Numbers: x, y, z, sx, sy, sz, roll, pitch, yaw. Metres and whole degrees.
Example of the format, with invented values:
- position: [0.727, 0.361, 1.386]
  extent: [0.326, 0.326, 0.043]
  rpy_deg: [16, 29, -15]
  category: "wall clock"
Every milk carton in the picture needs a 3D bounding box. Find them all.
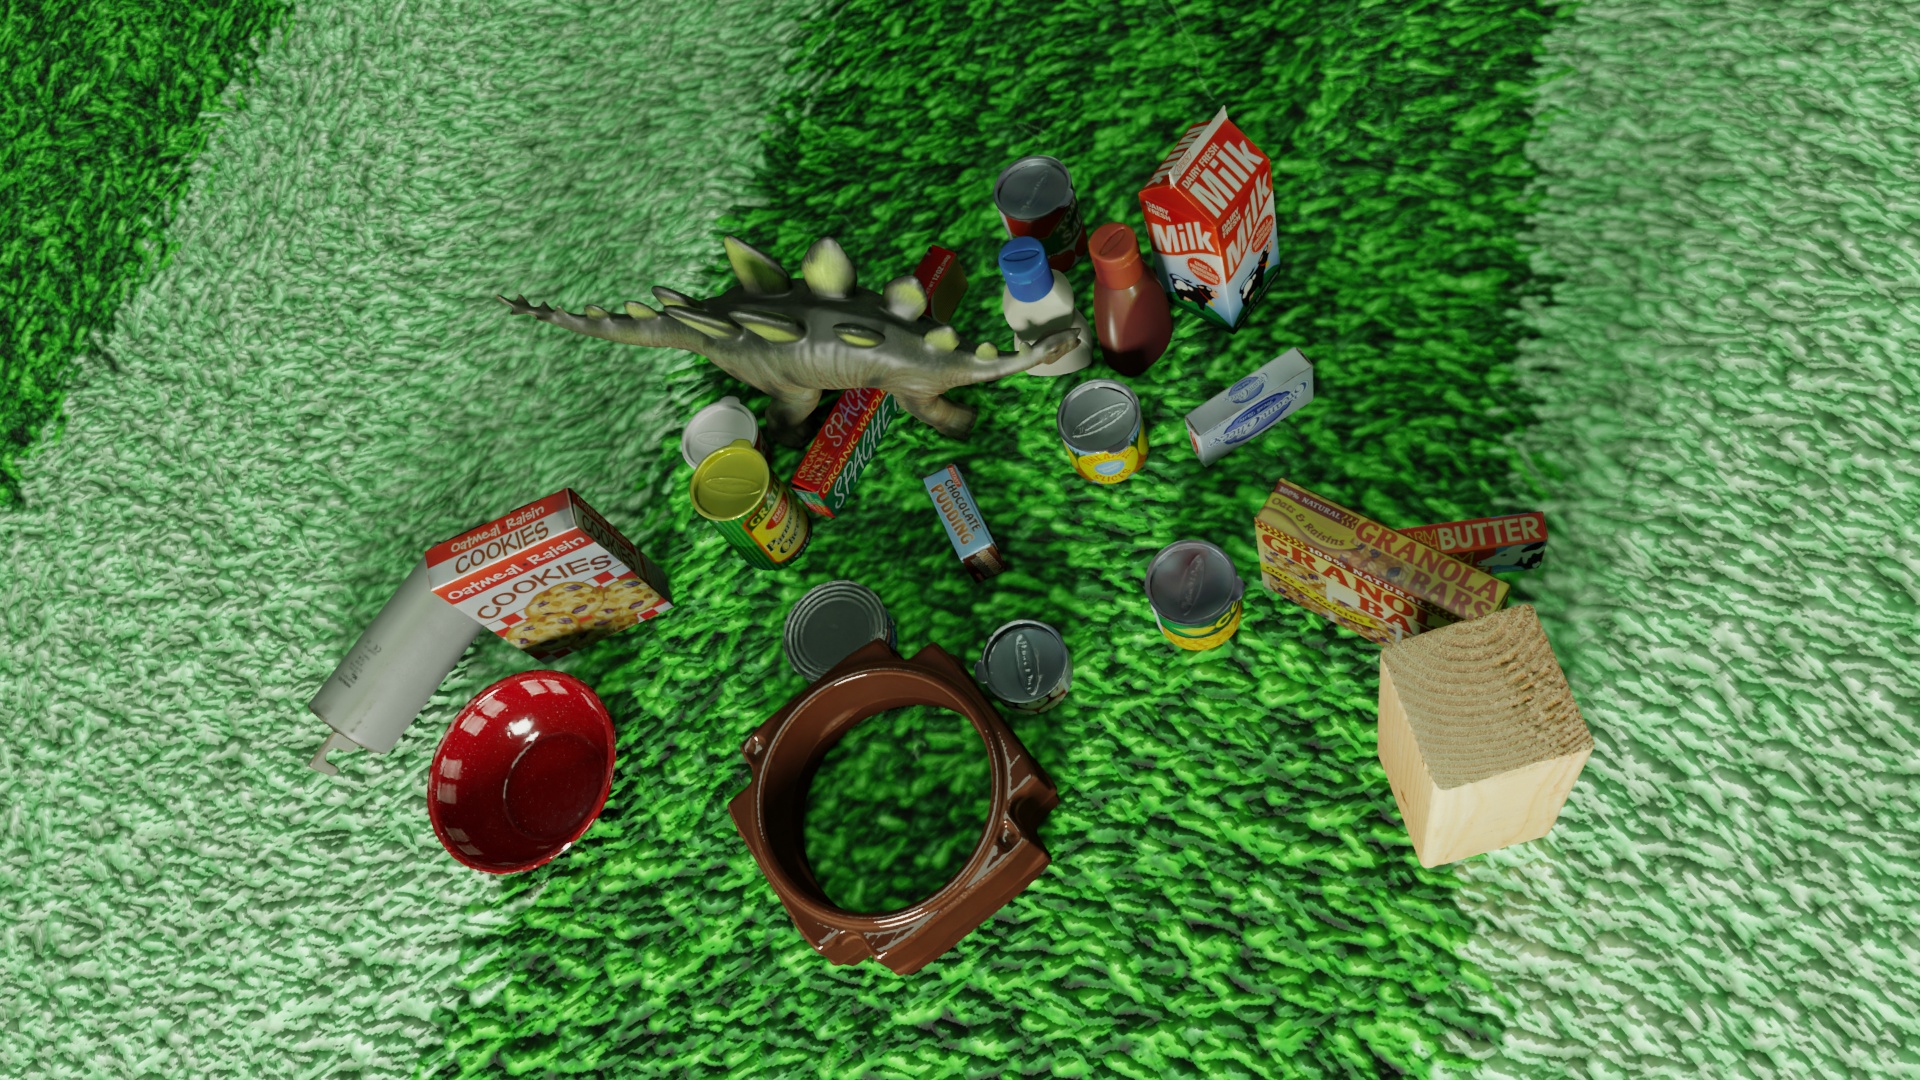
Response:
- position: [0.193, -0.249, 1.075]
  extent: [0.073, 0.190, 0.072]
  rpy_deg: [32, 78, 26]
  category: "milk carton"

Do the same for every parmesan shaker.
- position: [-0.166, -0.027, 1.119]
  extent: [0.071, 0.102, 0.071]
  rpy_deg: [-6, 64, 13]
  category: "parmesan shaker"

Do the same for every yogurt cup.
- position: [-0.195, -0.077, 1.179]
  extent: [0.072, 0.053, 0.072]
  rpy_deg: [-6, 64, 13]
  category: "yogurt cup"

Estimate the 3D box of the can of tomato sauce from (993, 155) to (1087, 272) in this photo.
- position: [0.071, -0.275, 1.183]
  extent: [0.071, 0.083, 0.071]
  rpy_deg: [-6, 64, 13]
  category: "can of tomato sauce"

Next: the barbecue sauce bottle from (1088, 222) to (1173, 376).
- position: [0.131, -0.191, 1.089]
  extent: [0.044, 0.148, 0.065]
  rpy_deg: [37, 80, 27]
  category: "barbecue sauce bottle"

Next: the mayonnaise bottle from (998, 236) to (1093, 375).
- position: [0.064, -0.184, 1.104]
  extent: [0.065, 0.147, 0.041]
  rpy_deg: [-7, 64, 12]
  category: "mayonnaise bottle"

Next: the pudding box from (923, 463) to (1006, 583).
- position: [0.004, -0.014, 1.096]
  extent: [0.030, 0.049, 0.084]
  rpy_deg: [-27, 61, 2]
  category: "pudding box"

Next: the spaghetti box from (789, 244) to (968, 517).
- position: [-0.065, -0.135, 1.173]
  extent: [0.029, 0.050, 0.251]
  rpy_deg: [21, 73, 23]
  category: "spaghetti box"

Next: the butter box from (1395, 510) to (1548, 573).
- position: [0.359, 0.006, 0.986]
  extent: [0.103, 0.053, 0.024]
  rpy_deg: [-7, 64, 12]
  category: "butter box"

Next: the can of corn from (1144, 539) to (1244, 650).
- position: [0.174, 0.041, 1.018]
  extent: [0.071, 0.058, 0.071]
  rpy_deg: [-6, 64, 13]
  category: "can of corn"

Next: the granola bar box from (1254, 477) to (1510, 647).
- position: [0.287, 0.030, 0.954]
  extent: [0.166, 0.124, 0.039]
  rpy_deg: [29, 76, 25]
  category: "granola bar box"

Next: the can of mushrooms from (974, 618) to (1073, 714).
- position: [0.048, 0.095, 1.041]
  extent: [0.071, 0.033, 0.071]
  rpy_deg: [-6, 64, 13]
  category: "can of mushrooms"

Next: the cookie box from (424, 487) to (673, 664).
- position: [-0.321, 0.031, 1.098]
  extent: [0.123, 0.167, 0.040]
  rpy_deg: [-24, 62, 4]
  category: "cookie box"

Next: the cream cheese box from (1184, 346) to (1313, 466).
- position: [0.224, -0.103, 1.075]
  extent: [0.104, 0.053, 0.024]
  rpy_deg: [-32, 61, -1]
  category: "cream cheese box"

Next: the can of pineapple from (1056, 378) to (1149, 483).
- position: [0.113, -0.084, 1.094]
  extent: [0.071, 0.057, 0.071]
  rpy_deg: [-6, 64, 13]
  category: "can of pineapple"
